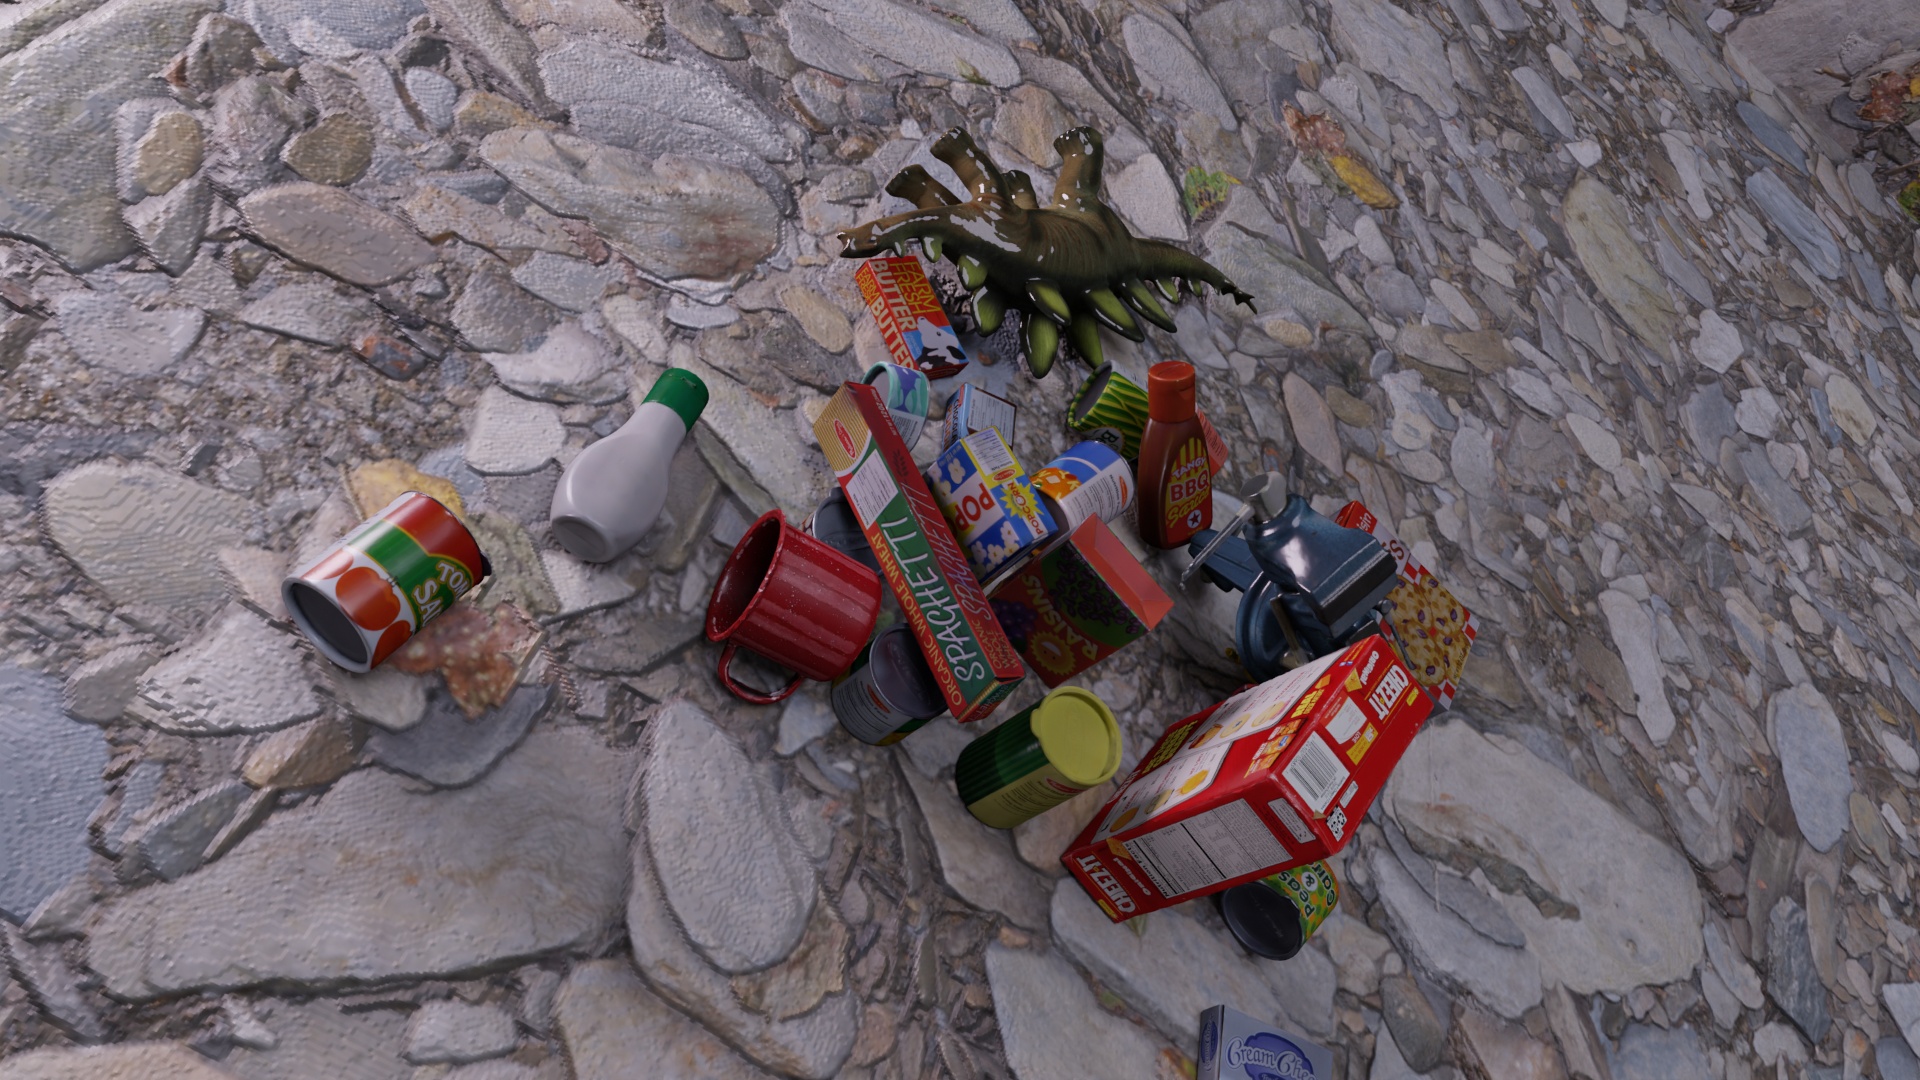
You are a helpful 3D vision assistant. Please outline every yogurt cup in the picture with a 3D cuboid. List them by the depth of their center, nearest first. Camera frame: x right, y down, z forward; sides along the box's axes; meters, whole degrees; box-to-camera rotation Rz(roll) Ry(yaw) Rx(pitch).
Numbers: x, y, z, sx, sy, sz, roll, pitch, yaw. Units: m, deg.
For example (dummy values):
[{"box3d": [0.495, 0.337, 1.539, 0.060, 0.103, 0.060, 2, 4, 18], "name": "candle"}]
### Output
[{"box3d": [0.188, -0.077, 1.172, 0.054, 0.072, 0.073, 44, 48, -17], "name": "yogurt cup"}]

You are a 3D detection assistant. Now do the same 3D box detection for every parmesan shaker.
[{"box3d": [0.048, 0.144, 0.919, 0.071, 0.102, 0.071, 17, 56, -27], "name": "parmesan shaker"}]

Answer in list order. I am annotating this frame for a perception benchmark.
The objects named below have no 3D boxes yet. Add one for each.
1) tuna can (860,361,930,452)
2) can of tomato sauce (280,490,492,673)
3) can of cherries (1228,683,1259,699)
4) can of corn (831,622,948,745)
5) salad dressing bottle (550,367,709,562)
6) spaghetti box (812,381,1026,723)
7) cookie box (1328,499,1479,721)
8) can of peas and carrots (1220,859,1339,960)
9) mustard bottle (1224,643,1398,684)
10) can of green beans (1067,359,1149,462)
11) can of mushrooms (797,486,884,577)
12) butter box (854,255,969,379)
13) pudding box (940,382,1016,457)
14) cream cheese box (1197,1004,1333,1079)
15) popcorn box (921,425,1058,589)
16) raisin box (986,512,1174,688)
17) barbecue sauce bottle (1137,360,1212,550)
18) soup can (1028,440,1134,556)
[{"box3d": [-0.052, -0.098, 1.016, 0.033, 0.070, 0.071, 13, 58, -28], "name": "tuna can"}, {"box3d": [-0.314, 0.024, 0.763, 0.071, 0.071, 0.083, 45, 49, -4], "name": "can of tomato sauce"}, {"box3d": [0.245, 0.144, 1.080, 0.058, 0.071, 0.072, 9, 60, -29], "name": "can of cherries"}, {"box3d": [-0.042, 0.094, 0.916, 0.071, 0.058, 0.071, 17, 56, -26], "name": "can of corn"}, {"box3d": [-0.209, -0.052, 0.897, 0.064, 0.043, 0.148, 34, 49, -12], "name": "salad dressing bottle"}, {"box3d": [-0.031, 0.003, 0.917, 0.029, 0.050, 0.251, 1, 51, -43], "name": "spaghetti box"}, {"box3d": [0.380, 0.061, 1.238, 0.167, 0.040, 0.123, 44, 48, -5], "name": "cookie box"}, {"box3d": [0.232, 0.257, 1.002, 0.059, 0.070, 0.071, -30, 83, -42], "name": "can of peas and carrots"}, {"box3d": [0.282, 0.102, 1.135, 0.160, 0.065, 0.049, 7, 56, -24], "name": "mustard bottle"}, {"box3d": [0.130, -0.107, 1.146, 0.058, 0.071, 0.071, 31, 51, -16], "name": "can of green beans"}, {"box3d": [-0.080, 0.001, 0.961, 0.071, 0.033, 0.071, 16, 57, -26], "name": "can of mushrooms"}, {"box3d": [-0.039, -0.175, 1.097, 0.053, 0.024, 0.103, -16, 74, -40], "name": "butter box"}, {"box3d": [0.013, -0.076, 1.071, 0.049, 0.030, 0.084, 22, 54, -24], "name": "pudding box"}, {"box3d": [0.211, 0.364, 0.957, 0.104, 0.024, 0.053, 28, 51, -19], "name": "cream cheese box"}, {"box3d": [0.003, -0.012, 0.964, 0.038, 0.126, 0.085, -25, 80, -38], "name": "popcorn box"}, {"box3d": [0.079, 0.045, 0.985, 0.086, 0.123, 0.040, 48, 50, -2], "name": "raisin box"}, {"box3d": [0.170, -0.069, 1.107, 0.065, 0.044, 0.147, -26, 125, -28], "name": "barbecue sauce bottle"}, {"box3d": [0.082, -0.031, 1.072, 0.084, 0.071, 0.071, -35, 87, -41], "name": "soup can"}]
